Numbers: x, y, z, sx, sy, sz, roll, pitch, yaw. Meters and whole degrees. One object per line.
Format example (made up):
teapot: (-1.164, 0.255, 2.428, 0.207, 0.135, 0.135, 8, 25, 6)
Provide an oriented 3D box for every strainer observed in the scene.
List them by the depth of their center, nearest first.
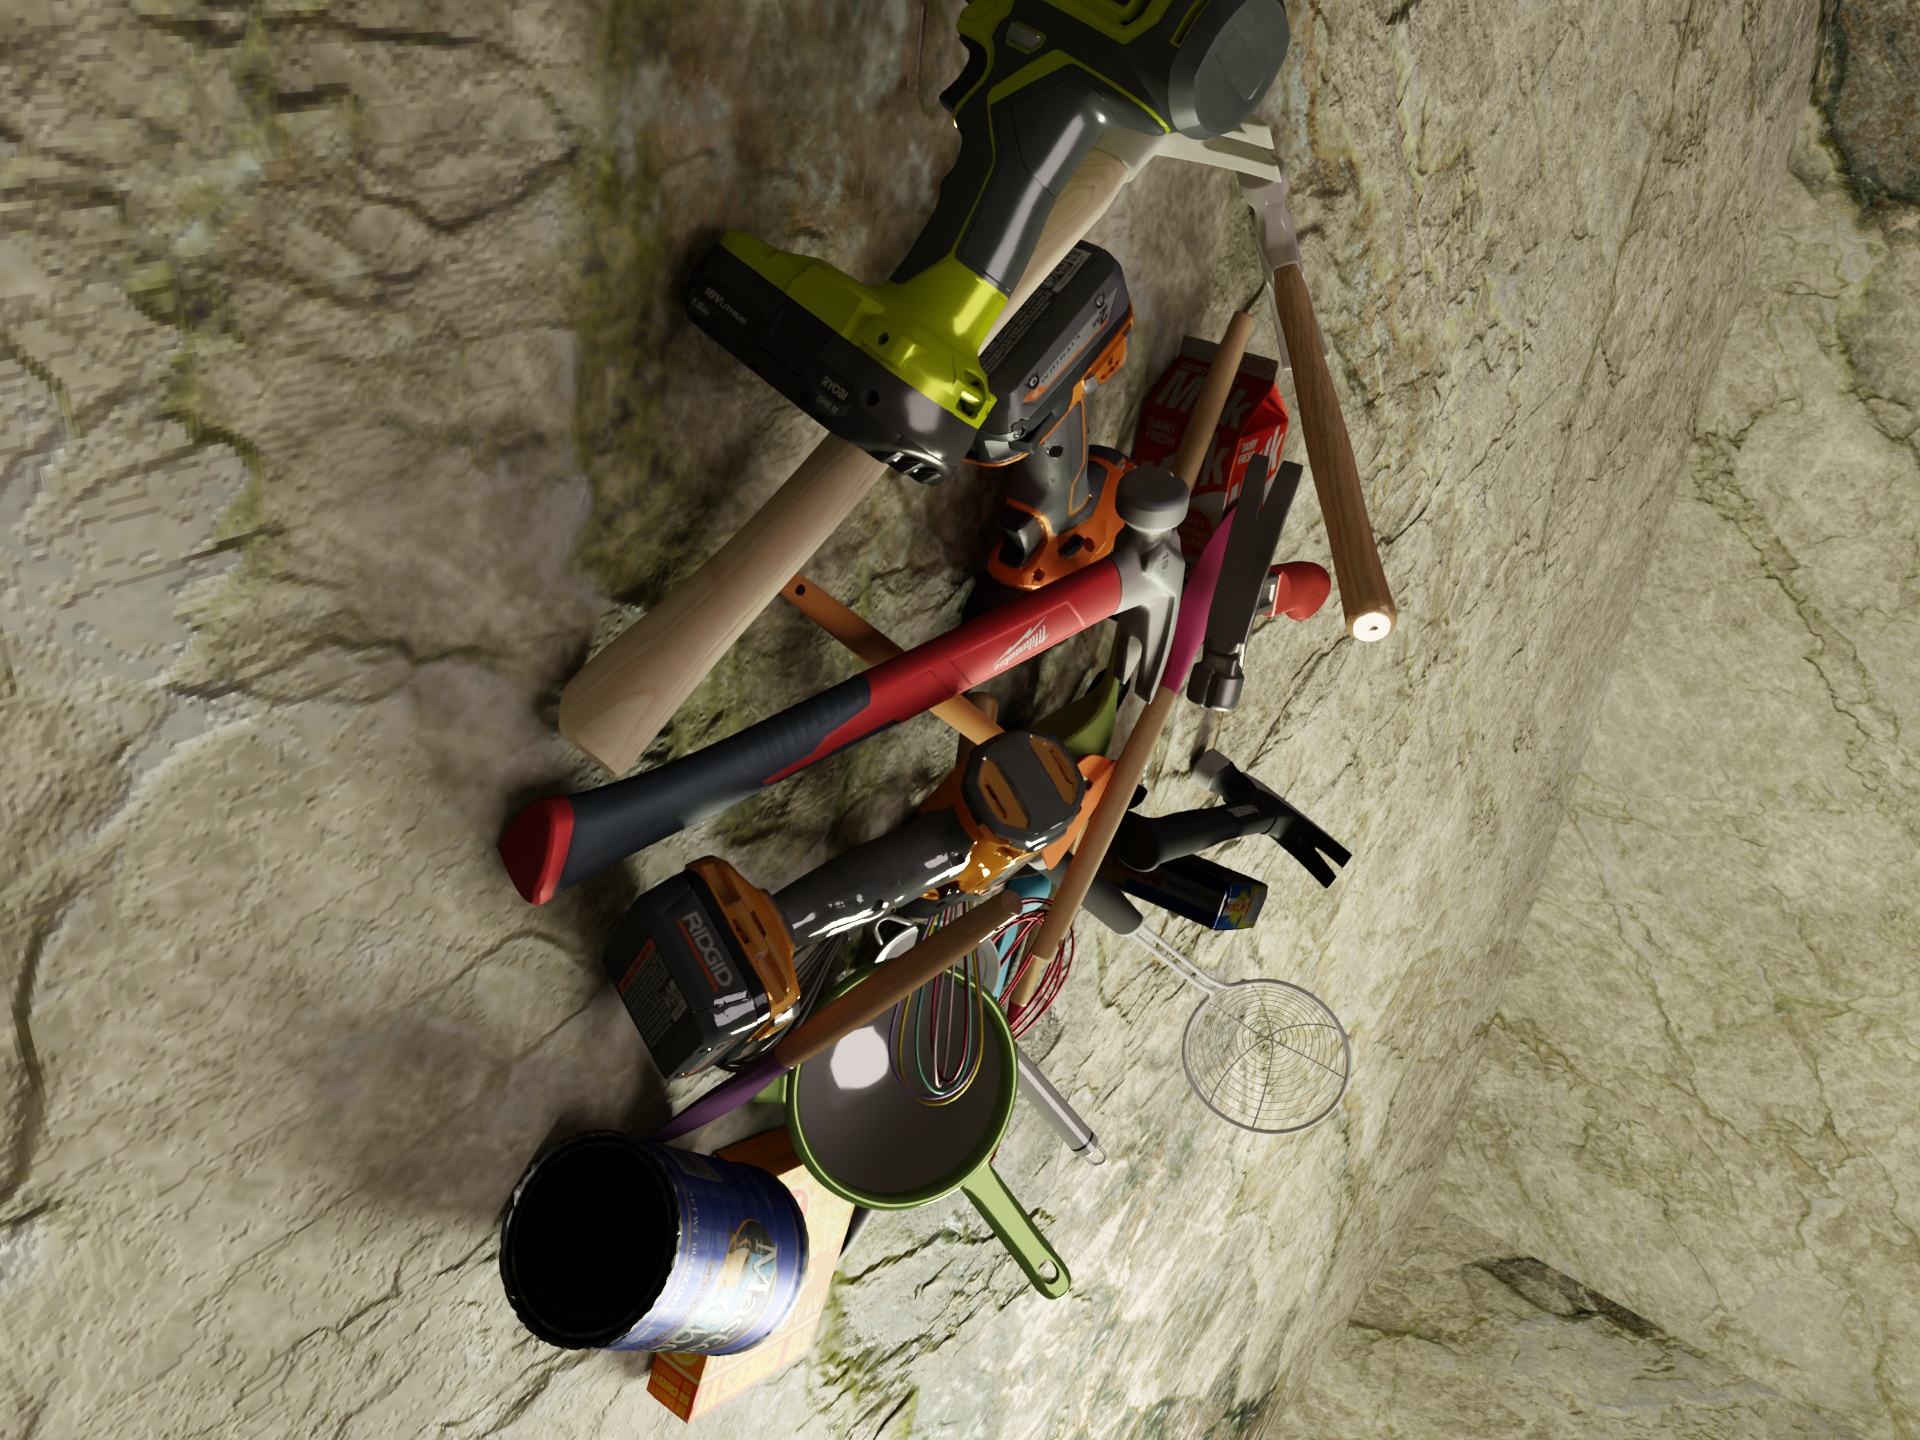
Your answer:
strainer: (-0.016, 0.257, 0.984, 0.151, 0.069, 0.256, -40, 107, -20)
strainer: (0.020, 0.207, 1.034, 0.087, 0.050, 0.258, -37, 111, 5)

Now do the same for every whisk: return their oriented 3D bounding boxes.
whisk: (-0.070, 0.117, 0.906, 0.239, 0.055, 0.055, -43, 144, -41)
whisk: (0.002, 0.102, 0.936, 0.051, 0.047, 0.245, 18, 72, -34)
whisk: (-0.018, 0.247, 1.079, 0.296, 0.073, 0.073, -55, 150, -7)

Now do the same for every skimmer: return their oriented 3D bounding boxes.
skimmer: (0.158, 0.192, 1.130, 0.127, 0.090, 0.362, -32, 134, 19)

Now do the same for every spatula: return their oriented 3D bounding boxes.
spatula: (-0.070, 0.154, 0.780, 0.059, 0.018, 0.316, -11, 158, -46)
spatula: (-0.001, -0.003, 0.879, 0.322, 0.041, 0.081, 37, 84, -43)

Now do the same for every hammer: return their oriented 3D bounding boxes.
hammer: (-0.024, -0.137, 0.710, 0.411, 0.146, 0.038, -52, 143, -14)
hammer: (-0.039, 0.001, 0.782, 0.386, 0.038, 0.143, -27, 140, -28)
hammer: (0.215, -0.185, 0.954, 0.129, 0.031, 0.332, 57, 24, -52)
hammer: (0.217, -0.098, 1.076, 0.359, 0.037, 0.149, -20, 126, -70)
hammer: (0.188, 0.080, 1.158, 0.035, 0.146, 0.334, -57, 159, 15)

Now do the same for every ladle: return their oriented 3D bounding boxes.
ladle: (0.106, -0.102, 0.989, 0.078, 0.062, 0.320, -103, -148, -77)
ladle: (0.051, 0.184, 1.172, 0.069, 0.031, 0.315, -7, 116, -65)

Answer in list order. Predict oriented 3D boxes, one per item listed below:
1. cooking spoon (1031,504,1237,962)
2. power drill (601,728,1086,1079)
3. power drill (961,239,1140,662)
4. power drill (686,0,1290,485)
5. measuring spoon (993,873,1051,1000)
cooking spoon: (0.117, 0.004, 0.987, 0.319, 0.017, 0.068, -63, 154, -12)
power drill: (-0.061, 0.093, 0.801, 0.226, 0.084, 0.185, -25, 169, -28)
power drill: (0.034, -0.129, 0.855, 0.164, 0.084, 0.226, -53, 153, -21)
power drill: (-0.007, -0.230, 0.635, 0.228, 0.191, 0.080, -55, 153, 11)
measuring spoon: (0.041, 0.160, 1.140, 0.042, 0.021, 0.128, -10, 119, -56)
